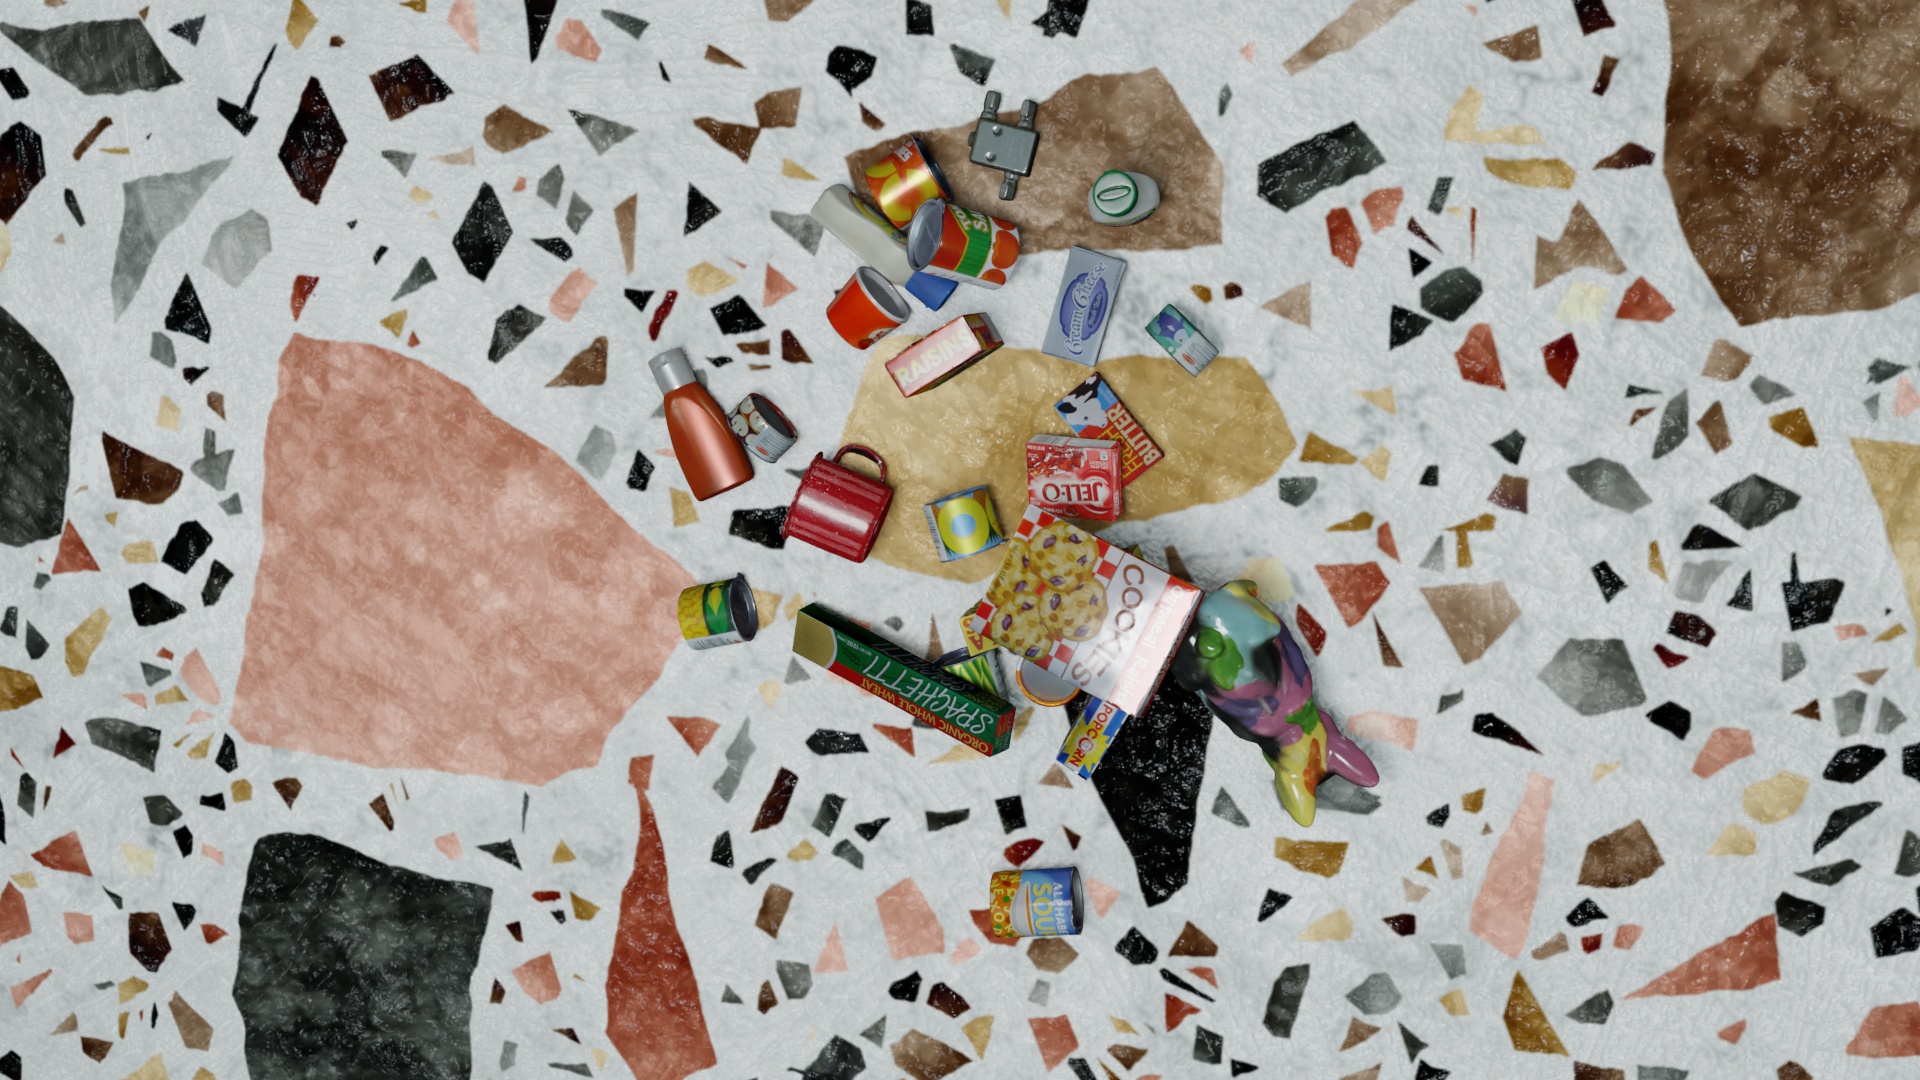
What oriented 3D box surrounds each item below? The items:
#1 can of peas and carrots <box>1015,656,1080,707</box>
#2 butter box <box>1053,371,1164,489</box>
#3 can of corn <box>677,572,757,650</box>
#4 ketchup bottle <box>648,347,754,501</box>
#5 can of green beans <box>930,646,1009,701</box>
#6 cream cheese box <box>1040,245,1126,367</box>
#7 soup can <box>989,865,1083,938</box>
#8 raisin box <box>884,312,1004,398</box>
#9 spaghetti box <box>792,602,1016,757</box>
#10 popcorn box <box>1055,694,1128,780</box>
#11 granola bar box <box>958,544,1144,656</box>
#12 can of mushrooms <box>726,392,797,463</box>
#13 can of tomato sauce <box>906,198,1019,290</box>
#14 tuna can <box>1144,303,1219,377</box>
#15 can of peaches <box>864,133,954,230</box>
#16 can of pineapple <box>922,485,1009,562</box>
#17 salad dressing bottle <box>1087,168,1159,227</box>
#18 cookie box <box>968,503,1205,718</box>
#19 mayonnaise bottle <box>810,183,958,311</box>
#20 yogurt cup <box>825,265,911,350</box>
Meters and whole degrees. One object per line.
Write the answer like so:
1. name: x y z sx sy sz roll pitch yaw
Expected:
1. can of peas and carrots: 0.091 0.123 1.342 0.071 0.059 0.070 2 100 11
2. butter box: 0.140 -0.104 1.312 0.053 0.024 0.103 -39 90 15
3. can of corn: -0.244 0.072 1.394 0.058 0.071 0.071 -11 97 13
4. ketchup bottle: -0.262 -0.116 1.376 0.064 0.043 0.148 -23 94 13
5. can of green beans: 0.009 0.139 1.357 0.071 0.071 0.057 -16 97 13
6. cream cheese box: 0.115 -0.218 1.297 0.053 0.024 0.103 18 102 8
7. soup can: 0.076 0.361 1.379 0.084 0.071 0.071 -7 98 12
8. raisin box: -0.013 -0.173 1.278 0.086 0.124 0.040 -30 94 15
9. spaghetti box: -0.058 0.132 1.340 0.250 0.029 0.050 25 119 27
10. popcorn box: 0.142 0.156 1.324 0.038 0.085 0.126 31 104 5
11. granola bar box: 0.090 0.053 1.296 0.165 0.124 0.039 -20 93 13
12. can of mushrooms: -0.194 -0.112 1.354 0.033 0.071 0.071 -42 90 15
13. can of tomato sauce: 0.003 -0.271 1.269 0.083 0.071 0.071 9 105 -30
14. tuna can: 0.201 -0.184 1.267 0.071 0.071 0.032 45 104 1
15. can of peaches: -0.049 -0.332 1.287 0.058 0.071 0.071 -30 93 15
16. can of pineapple: 0.005 -0.017 1.331 0.071 0.071 0.058 -17 96 13
17. salad dressing bottle: 0.140 -0.300 1.214 0.064 0.148 0.044 -10 98 13
18. cookie box: 0.109 0.060 1.202 0.167 0.040 0.123 28 94 17
19. mayonnaise bottle: -0.070 -0.275 1.305 0.148 0.065 0.041 39 111 -2
20. yogurt cup: -0.090 -0.218 1.317 0.053 0.072 0.072 -39 91 23
